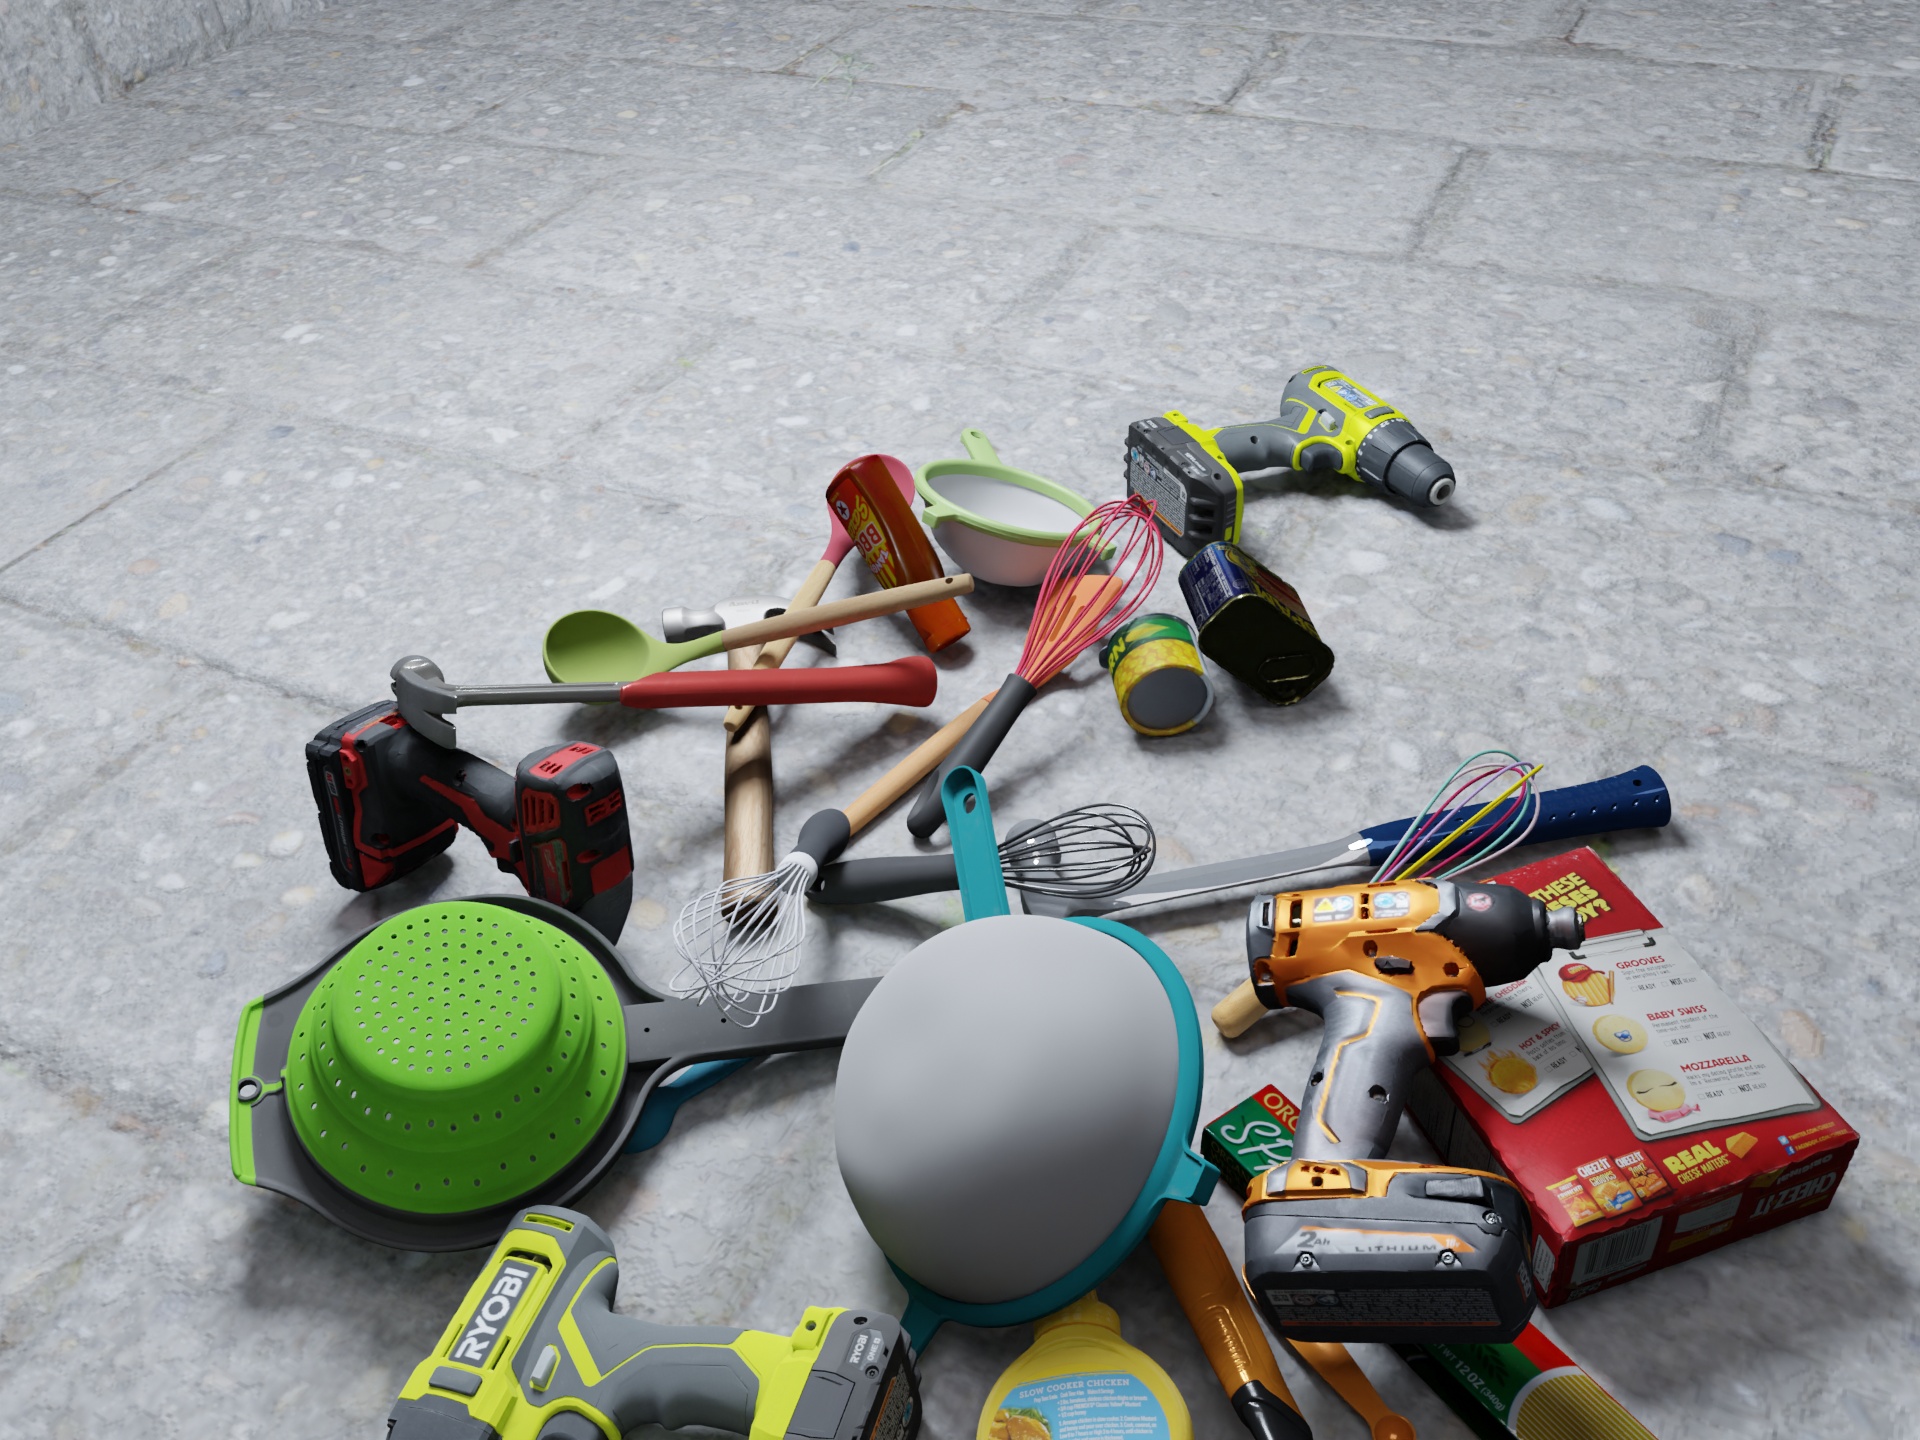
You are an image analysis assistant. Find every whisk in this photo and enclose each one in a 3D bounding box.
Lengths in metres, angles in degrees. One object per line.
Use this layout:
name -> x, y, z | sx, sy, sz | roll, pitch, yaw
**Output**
whisk -> 0.007, 0.087, 0.960 | 0.239, 0.055, 0.055 | -9, 36, 25
whisk -> 0.241, 0.098, 0.911 | 0.245, 0.051, 0.047 | -37, 13, -8
whisk -> 0.053, -0.039, 1.082 | 0.073, 0.073, 0.296 | 25, 70, 32
whisk -> -0.100, 0.098, 0.896 | 0.070, 0.070, 0.285 | 1, 12, 8

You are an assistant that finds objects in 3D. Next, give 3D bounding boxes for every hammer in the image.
hammer -> 0.239, 0.086, 0.977 | 0.405, 0.035, 0.144 | -10, 40, -5
hammer -> -0.173, -0.019, 1.031 | 0.359, 0.036, 0.149 | -2, 12, -30
hammer -> -0.146, 0.015, 1.113 | 0.130, 0.031, 0.332 | -8, 40, -2
hammer -> 0.136, 0.295, 0.714 | 0.127, 0.034, 0.337 | 25, 20, -29

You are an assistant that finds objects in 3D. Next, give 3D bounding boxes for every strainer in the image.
strainer -> 0.023, -0.170, 1.288 | 0.151, 0.069, 0.257 | 9, 25, -14
strainer -> -0.001, 0.131, 0.819 | 0.211, 0.095, 0.341 | -36, 39, 23

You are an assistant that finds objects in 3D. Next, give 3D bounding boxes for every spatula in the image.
spatula -> -0.002, -0.004, 1.109 | 0.322, 0.041, 0.081 | -40, 27, -32

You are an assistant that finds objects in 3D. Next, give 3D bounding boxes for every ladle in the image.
ladle -> -0.109, -0.100, 1.197 | 0.069, 0.031, 0.316 | 16, 47, 9
ladle -> -0.146, -0.069, 1.113 | 0.320, 0.062, 0.078 | -12, 51, 17

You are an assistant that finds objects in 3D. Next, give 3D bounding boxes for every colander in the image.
colander -> -0.186, 0.156, 0.852 | 0.397, 0.094, 0.205 | -4, 55, -14

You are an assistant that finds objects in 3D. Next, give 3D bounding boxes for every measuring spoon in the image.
measuring spoon -> 0.171, 0.300, 0.752 | 0.021, 0.011, 0.117 | -25, 40, -19
measuring spoon -> -0.149, 0.197, 0.902 | 0.128, 0.021, 0.042 | -32, 47, -26

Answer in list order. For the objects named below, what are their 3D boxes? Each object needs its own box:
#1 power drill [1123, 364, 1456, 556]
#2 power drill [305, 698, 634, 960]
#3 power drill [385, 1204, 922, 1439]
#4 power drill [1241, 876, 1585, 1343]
power drill -> 0.267, -0.209, 1.295 | 0.228, 0.080, 0.191 | -17, 41, -17
power drill -> -0.296, 0.070, 0.990 | 0.220, 0.143, 0.078 | 12, 28, 28
power drill -> -0.144, 0.322, 0.716 | 0.223, 0.080, 0.171 | 6, 41, 19
power drill -> 0.215, 0.169, 0.752 | 0.164, 0.084, 0.227 | -9, 42, 22
